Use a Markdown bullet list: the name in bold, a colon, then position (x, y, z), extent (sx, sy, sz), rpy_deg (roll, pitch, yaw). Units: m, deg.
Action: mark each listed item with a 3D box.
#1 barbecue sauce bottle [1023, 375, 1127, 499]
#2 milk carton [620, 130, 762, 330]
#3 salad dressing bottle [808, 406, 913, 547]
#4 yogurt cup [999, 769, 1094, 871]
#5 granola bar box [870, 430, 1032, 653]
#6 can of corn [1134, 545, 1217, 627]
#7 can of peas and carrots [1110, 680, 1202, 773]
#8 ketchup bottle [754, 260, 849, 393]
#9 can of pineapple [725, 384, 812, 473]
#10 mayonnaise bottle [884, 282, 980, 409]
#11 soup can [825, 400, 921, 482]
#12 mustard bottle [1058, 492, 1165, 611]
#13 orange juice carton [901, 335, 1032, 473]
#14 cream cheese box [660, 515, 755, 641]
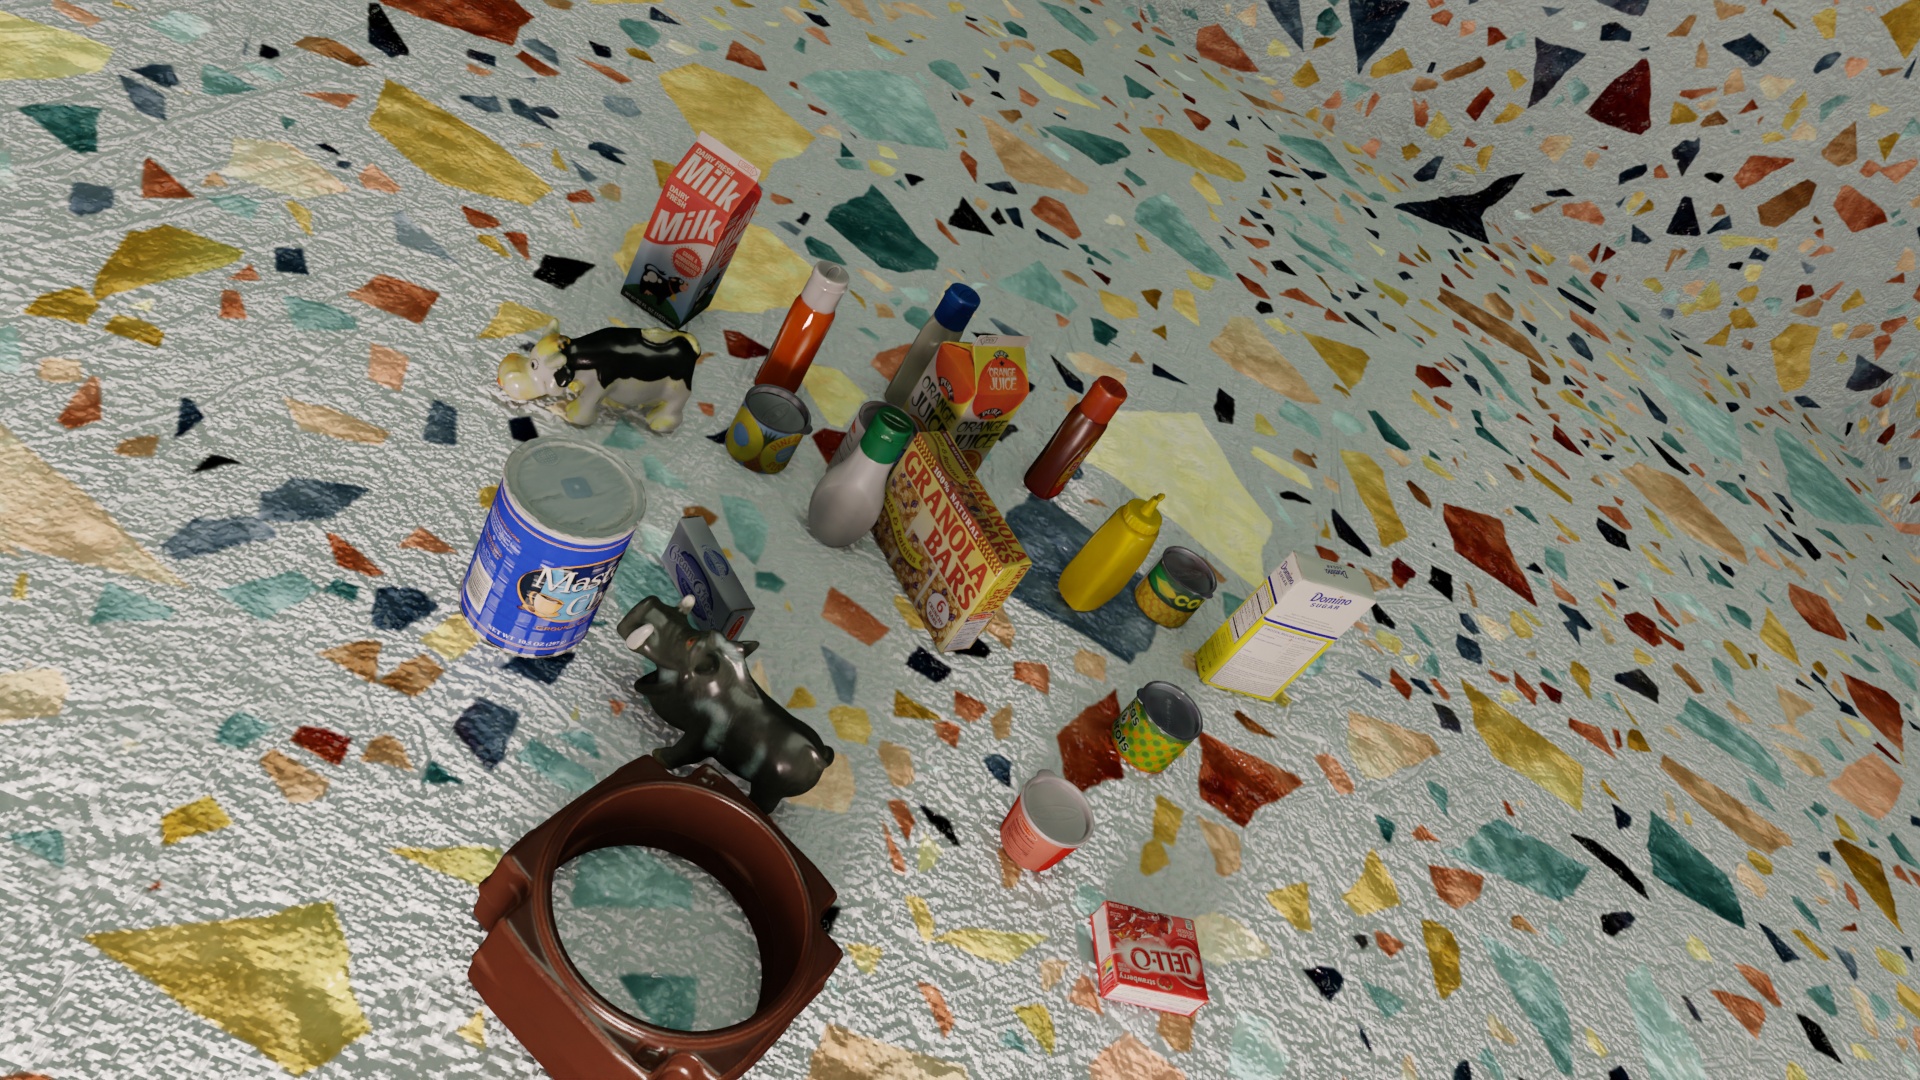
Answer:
- **barbecue sauce bottle**: position (0.123, -0.110, 1.475), extent (0.044, 0.147, 0.065), rpy_deg (40, 37, 7)
- **milk carton**: position (-0.260, -0.307, 1.369), extent (0.072, 0.189, 0.074), rpy_deg (34, 37, -1)
- **salad dressing bottle**: position (-0.089, -0.057, 1.259), extent (0.064, 0.147, 0.044), rpy_deg (29, 37, -7)
- **yogurt cup**: position (0.068, 0.234, 1.138), extent (0.072, 0.053, 0.073), rpy_deg (20, 39, -18)
- **granola bar box**: position (-0.014, 0.000, 1.273), extent (0.039, 0.123, 0.166), rpy_deg (-5, 52, -40)
- **can of corn**: position (0.225, 0.051, 1.450), extent (0.071, 0.058, 0.071), rpy_deg (20, 39, -18)
- **can of peas and carrots**: position (0.178, 0.172, 1.283), extent (0.071, 0.058, 0.071), rpy_deg (20, 39, -18)
- **ketchup bottle**: position (-0.154, -0.208, 1.374), extent (0.043, 0.148, 0.065), rpy_deg (32, 37, -4)
- **can of pineapple**: position (-0.182, -0.104, 1.315), extent (0.071, 0.057, 0.071), rpy_deg (20, 39, -18)
- **mayonnaise bottle**: position (-0.028, -0.204, 1.464), extent (0.041, 0.147, 0.065), rpy_deg (37, 37, 3)
- **soup can**: position (-0.082, -0.081, 1.343), extent (0.071, 0.083, 0.072), rpy_deg (21, 39, -18)
- **mustard bottle**: position (0.157, 0.004, 1.365), extent (0.065, 0.159, 0.049), rpy_deg (-12, 57, -44)
- **orange juice carton**: position (0.001, -0.131, 1.370), extent (0.072, 0.191, 0.073), rpy_deg (-5, 52, -40)
- **cream cheese box**: position (-0.210, 0.035, 1.148), extent (0.024, 0.053, 0.104), rpy_deg (-8, 54, -42)
